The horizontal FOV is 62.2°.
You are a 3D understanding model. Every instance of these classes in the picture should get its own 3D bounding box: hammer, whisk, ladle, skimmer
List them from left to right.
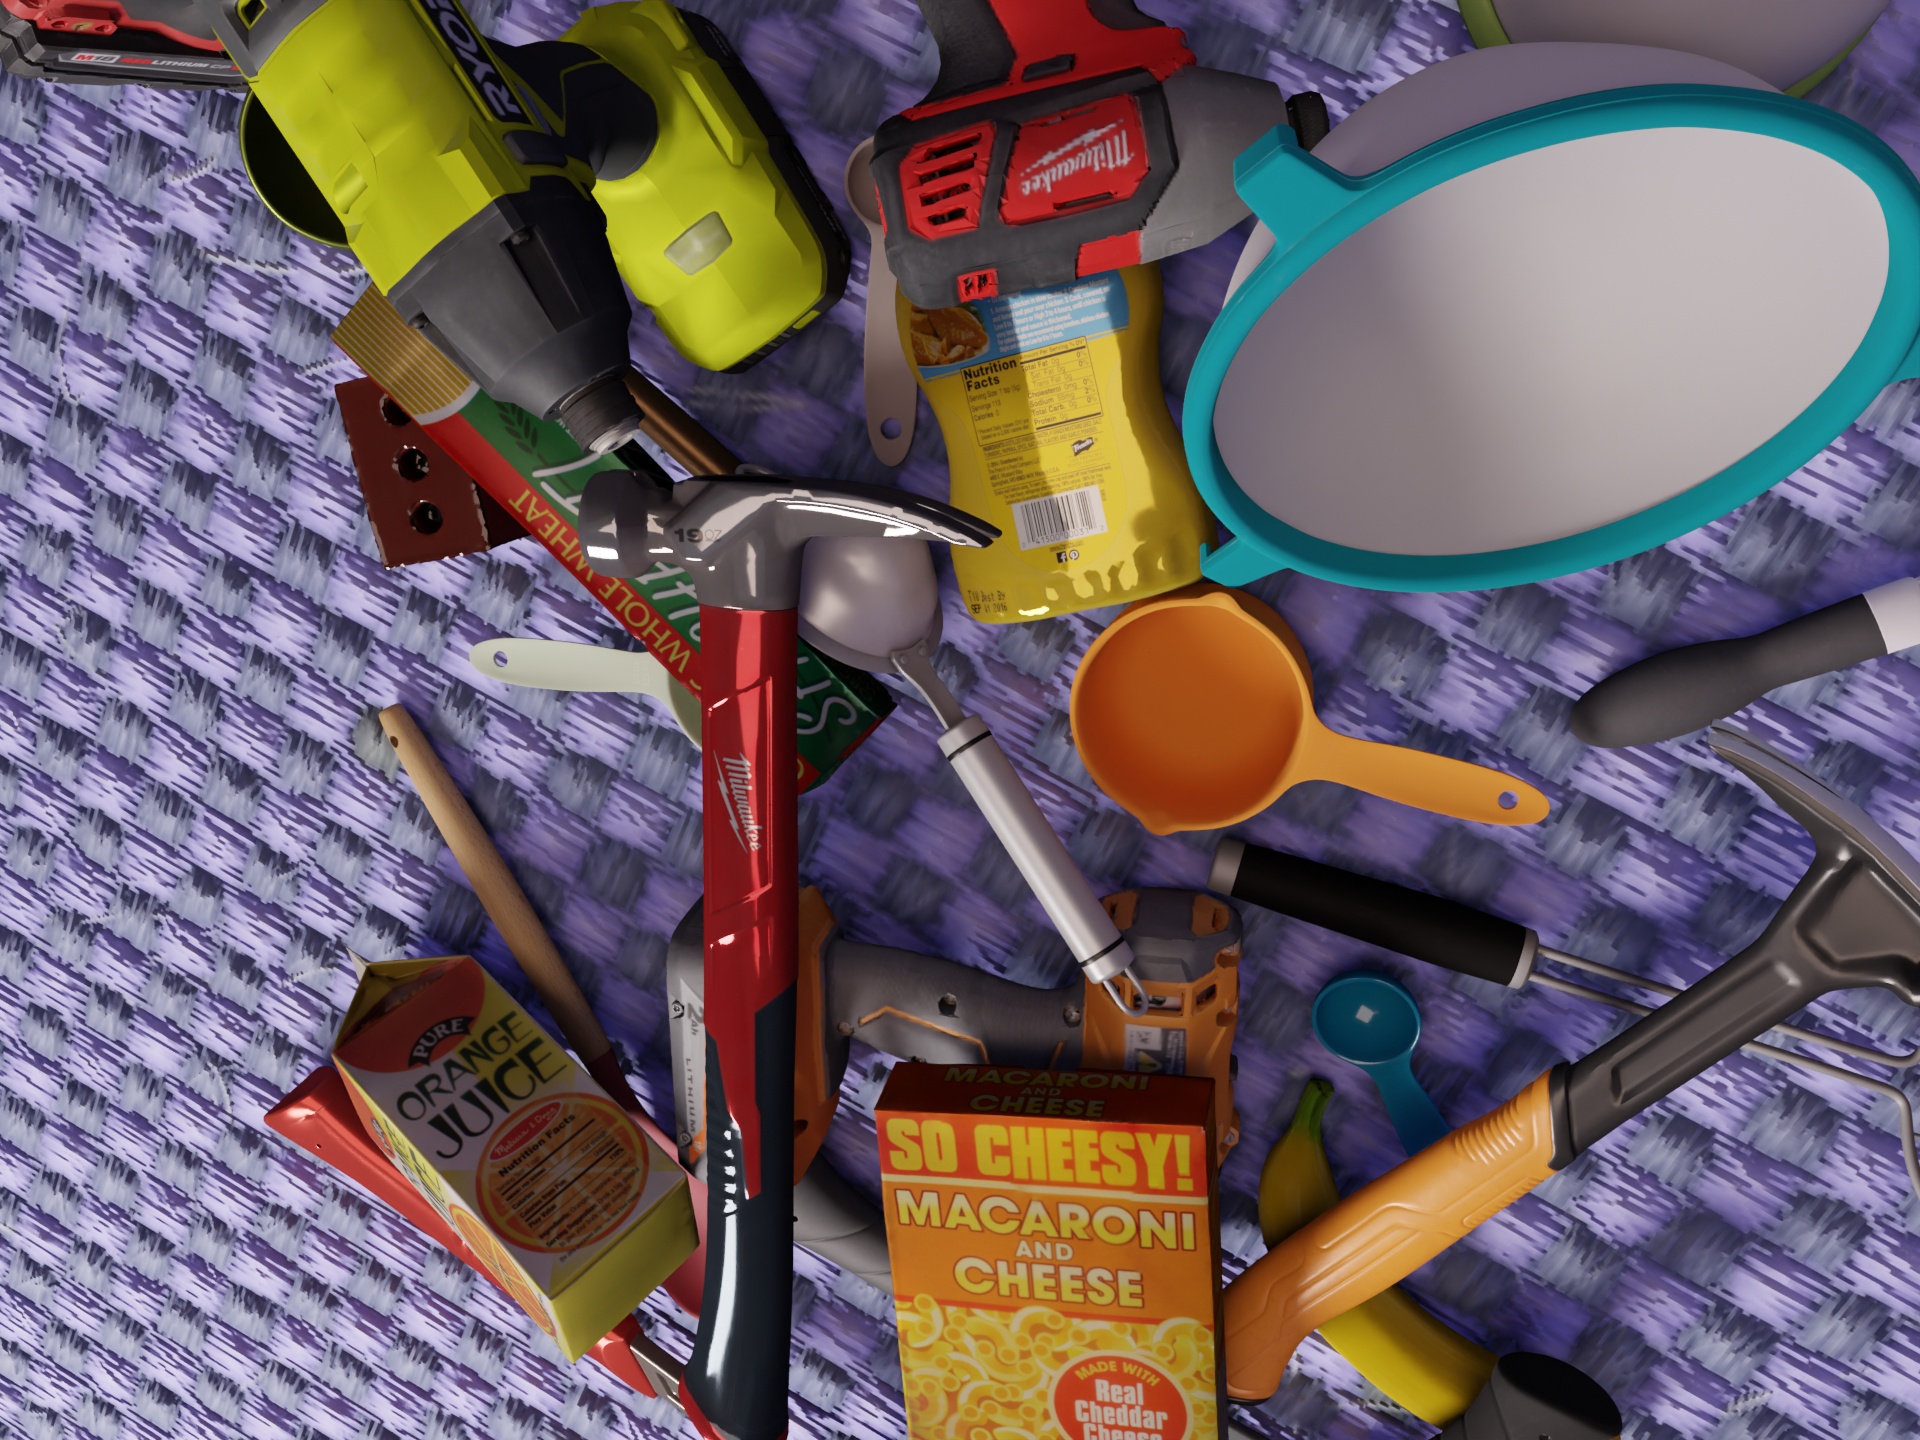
[{"bbox_3d":[-0.180,0.131,0.724,0.069,0.031,0.315,-26,95,36],"label":"ladle"},{"bbox_3d":[-0.179,0.283,0.750,0.359,0.037,0.149,32,134,10],"label":"hammer"},{"bbox_3d":[-0.146,-0.142,0.624,0.320,0.062,0.078,42,98,-2],"label":"ladle"},{"bbox_3d":[-0.063,0.105,0.586,0.143,0.038,0.386,5,106,12],"label":"hammer"},{"bbox_3d":[0.089,0.304,0.696,0.409,0.036,0.149,27,111,7],"label":"hammer"},{"bbox_3d":[0.135,0.366,0.664,0.146,0.035,0.334,44,113,1],"label":"hammer"},{"bbox_3d":[0.190,0.148,0.570,0.127,0.034,0.336,47,119,9],"label":"hammer"},{"bbox_3d":[0.264,0.104,0.561,0.363,0.090,0.127,17,88,12],"label":"skimmer"},{"bbox_3d":[0.342,-0.046,0.519,0.284,0.070,0.070,-23,98,25],"label":"whisk"}]

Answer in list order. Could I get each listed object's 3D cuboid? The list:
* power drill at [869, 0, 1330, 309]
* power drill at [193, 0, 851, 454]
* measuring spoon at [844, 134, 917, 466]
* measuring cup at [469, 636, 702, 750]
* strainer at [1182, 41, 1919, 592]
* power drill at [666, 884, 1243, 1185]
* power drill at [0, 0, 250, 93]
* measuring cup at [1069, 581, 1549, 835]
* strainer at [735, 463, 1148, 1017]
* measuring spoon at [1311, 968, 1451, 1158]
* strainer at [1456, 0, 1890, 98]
[{"bbox_3d":[0.029,-0.250,0.501,0.143,0.078,0.220,-11,90,6],"label":"power drill"},{"bbox_3d":[-0.122,-0.171,0.517,0.080,0.223,0.171,-31,95,21],"label":"power drill"},{"bbox_3d":[-0.027,-0.160,0.610,0.034,0.018,0.124,1,113,0],"label":"measuring spoon"},{"bbox_3d":[-0.122,-0.024,0.660,0.167,0.038,0.083,5,106,16],"label":"measuring cup"},{"bbox_3d":[0.233,-0.141,0.490,0.340,0.210,0.095,-6,61,2],"label":"strainer"},{"bbox_3d":[0.001,0.156,0.657,0.226,0.084,0.185,3,107,10],"label":"power drill"},{"bbox_3d":[-0.226,-0.304,0.557,0.227,0.188,0.080,-12,98,37],"label":"power drill"},{"bbox_3d":[0.129,0.003,0.591,0.173,0.052,0.095,15,110,8],"label":"measuring cup"},{"bbox_3d":[-0.001,-0.002,0.592,0.050,0.087,0.258,-37,84,40],"label":"strainer"},{"bbox_3d":[0.181,0.150,0.640,0.042,0.021,0.128,-21,108,27],"label":"measuring spoon"},{"bbox_3d":[0.177,-0.262,0.454,0.256,0.069,0.151,20,112,-11],"label":"strainer"}]
